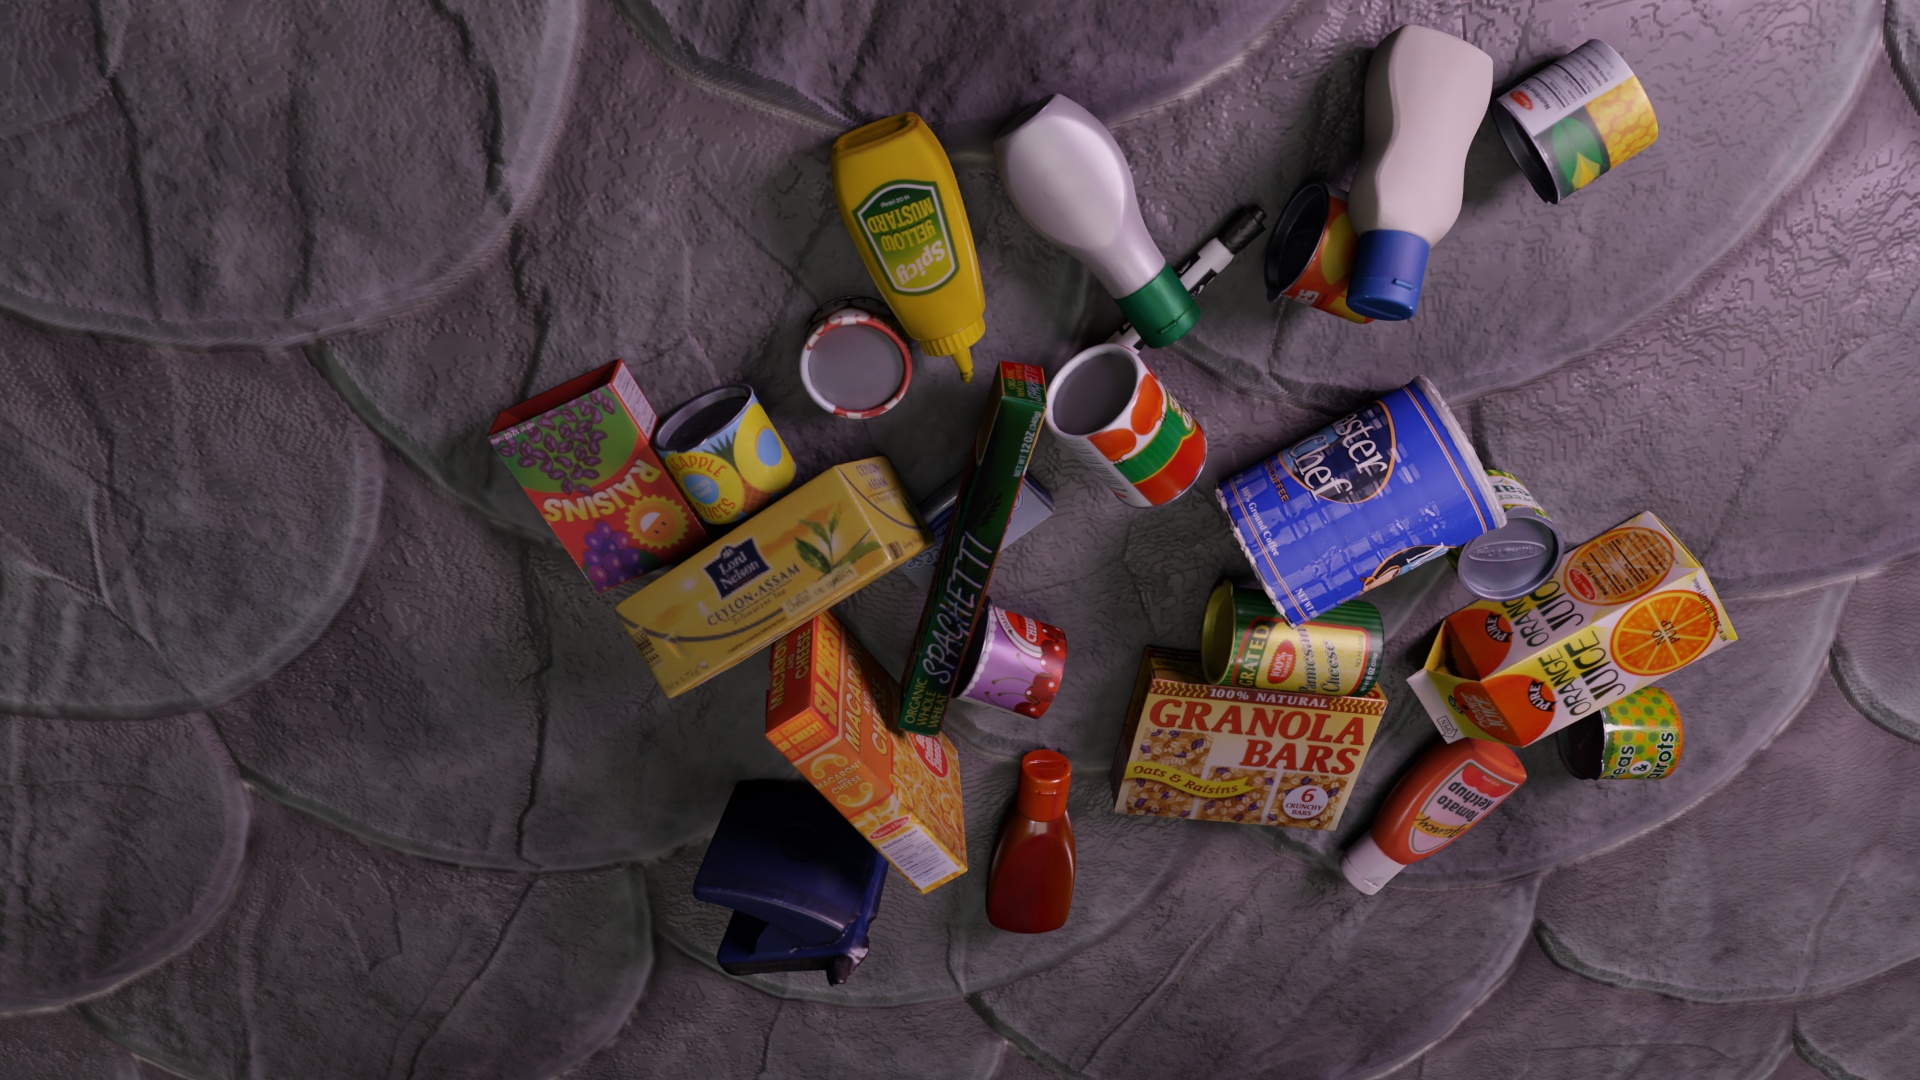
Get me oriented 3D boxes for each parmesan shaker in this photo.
[{"bbox_3d":[0.219,0.065,0.917,0.103,0.071,0.071,6,121,-7],"label":"parmesan shaker"}]

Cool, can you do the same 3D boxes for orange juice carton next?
[{"bbox_3d":[0.398,0.069,0.927,0.192,0.073,0.071,-32,119,16],"label":"orange juice carton"}]

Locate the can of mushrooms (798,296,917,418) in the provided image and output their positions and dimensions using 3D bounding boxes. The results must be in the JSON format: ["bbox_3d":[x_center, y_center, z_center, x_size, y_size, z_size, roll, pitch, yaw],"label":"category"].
[{"bbox_3d":[-0.059,-0.107,0.813,0.071,0.033,0.070,-1,121,-2],"label":"can of mushrooms"}]

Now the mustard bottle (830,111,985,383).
[{"bbox_3d":[-0.019,-0.155,0.777,0.065,0.049,0.159,-18,121,10],"label":"mustard bottle"}]

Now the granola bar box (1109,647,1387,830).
[{"bbox_3d":[0.199,0.141,0.979,0.166,0.039,0.123,6,122,-7],"label":"granola bar box"}]

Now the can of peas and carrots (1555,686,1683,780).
[{"bbox_3d":[0.462,0.137,0.974,0.059,0.071,0.070,1,122,-5],"label":"can of peas and carrots"}]

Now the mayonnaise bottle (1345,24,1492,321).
[{"bbox_3d":[0.235,-0.191,0.730,0.065,0.041,0.148,16,83,-14],"label":"mayonnaise bottle"}]

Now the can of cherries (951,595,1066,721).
[{"bbox_3d":[0.031,0.078,0.914,0.058,0.072,0.071,19,119,-15],"label":"can of cherries"}]

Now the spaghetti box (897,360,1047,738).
[{"bbox_3d":[0.004,0.012,0.850,0.029,0.050,0.248,13,120,-8],"label":"spaghetti box"}]

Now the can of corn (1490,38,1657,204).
[{"bbox_3d":[0.330,-0.223,0.747,0.058,0.071,0.071,-32,118,15],"label":"can of corn"}]

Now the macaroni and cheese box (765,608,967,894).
[{"bbox_3d":[-0.061,0.133,0.908,0.040,0.124,0.166,-32,118,14],"label":"macaroni and cheese box"}]

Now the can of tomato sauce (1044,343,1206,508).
[{"bbox_3d":[0.098,-0.068,0.814,0.071,0.071,0.083,-34,137,17],"label":"can of tomato sauce"}]

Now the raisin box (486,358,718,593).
[{"bbox_3d":[-0.214,-0.037,0.843,0.086,0.040,0.123,-23,119,9],"label":"raisin box"}]

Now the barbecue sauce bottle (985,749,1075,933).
[{"bbox_3d":[0.055,0.222,1.018,0.065,0.044,0.147,2,121,-5],"label":"barbecue sauce bottle"}]

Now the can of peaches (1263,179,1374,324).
[{"bbox_3d":[0.211,-0.158,0.778,0.058,0.071,0.071,16,119,-14],"label":"can of peaches"}]

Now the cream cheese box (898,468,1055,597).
[{"bbox_3d":[0.003,-0.011,0.881,0.103,0.024,0.053,-36,117,18],"label":"cream cheese box"}]

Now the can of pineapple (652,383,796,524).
[{"bbox_3d":[-0.140,-0.050,0.822,0.071,0.071,0.057,-22,121,10],"label":"can of pineapple"}]

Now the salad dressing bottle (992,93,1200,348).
[{"bbox_3d":[0.078,-0.172,0.764,0.064,0.044,0.147,-33,111,18],"label":"salad dressing bottle"}]

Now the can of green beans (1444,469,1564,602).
[{"bbox_3d":[0.341,-0.004,0.887,0.071,0.058,0.071,-2,122,-2],"label":"can of green beans"}]

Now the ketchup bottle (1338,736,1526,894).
[{"bbox_3d":[0.341,0.201,1.023,0.064,0.044,0.148,28,117,-19],"label":"ketchup bottle"}]
